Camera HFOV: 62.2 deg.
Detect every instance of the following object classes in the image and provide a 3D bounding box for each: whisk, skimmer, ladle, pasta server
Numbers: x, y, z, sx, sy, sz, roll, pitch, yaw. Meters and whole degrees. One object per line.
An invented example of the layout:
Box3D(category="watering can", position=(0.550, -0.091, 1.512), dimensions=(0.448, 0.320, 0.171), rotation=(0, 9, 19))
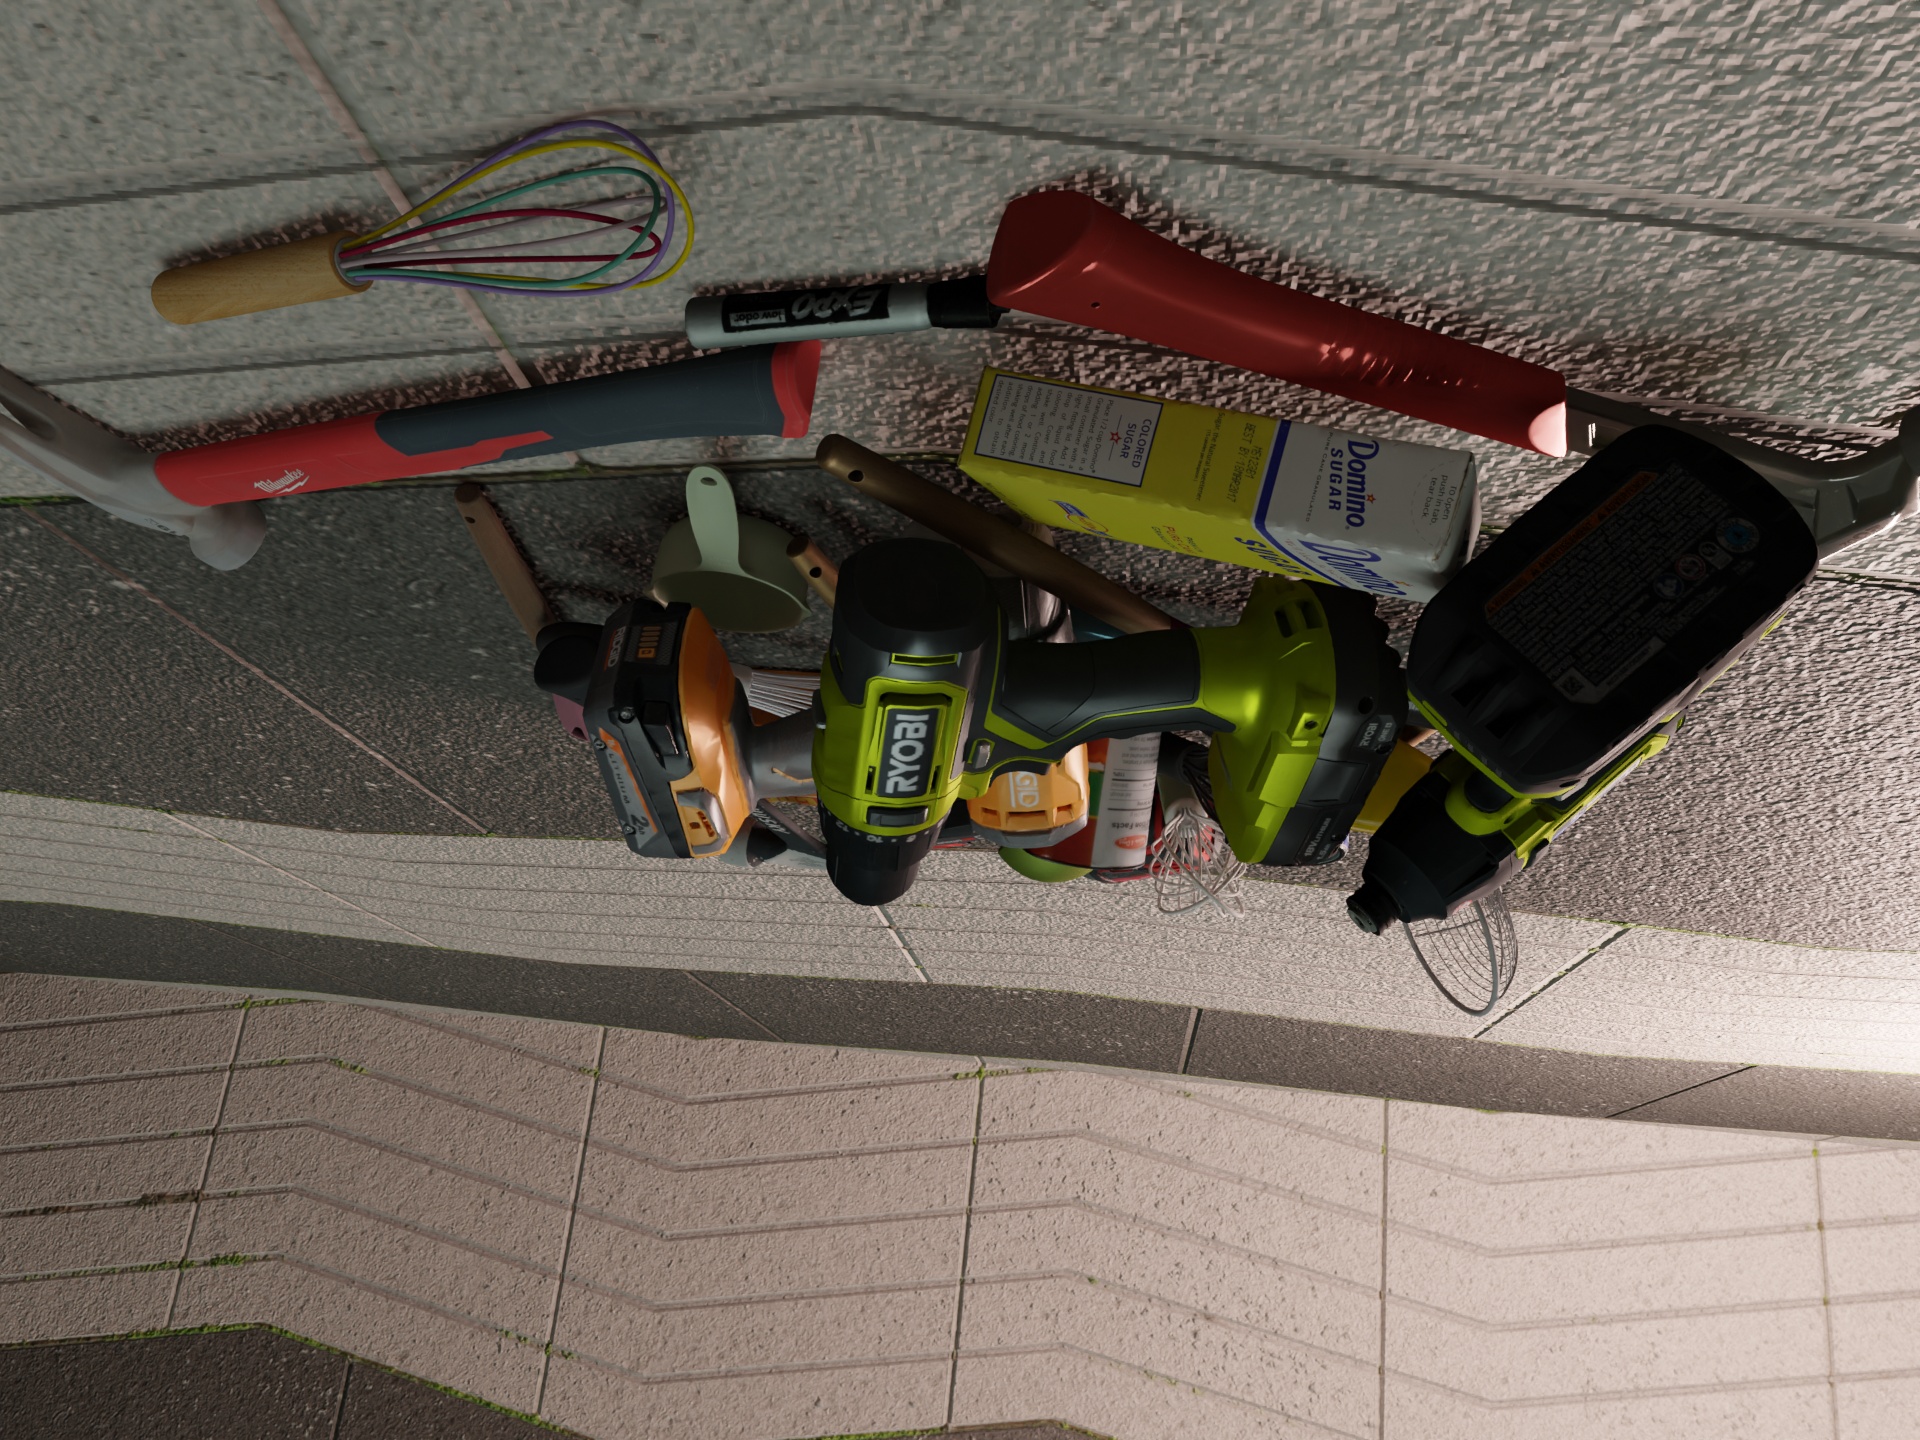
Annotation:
Box3D(category="whisk", position=(0.132, 0.059, 0.916), dimensions=(0.059, 0.058, 0.246), rotation=(42, -167, -7))
Box3D(category="whisk", position=(-0.194, -0.159, 0.553), dimensions=(0.245, 0.051, 0.047), rotation=(0, 166, 28))
Box3D(category="skimmer", position=(0.225, 0.077, 0.981), dimensions=(0.363, 0.127, 0.090), rotation=(30, 106, -32))
Box3D(category="whisk", position=(-0.097, -0.015, 0.901), dimensions=(0.284, 0.070, 0.070), rotation=(13, 160, -19))
Box3D(category="ladle", position=(-0.001, -0.003, 0.847), dimensions=(0.078, 0.062, 0.319), rotation=(-32, 135, 11))
Box3D(category="whisk", position=(0.124, 0.026, 0.848), dimensions=(0.055, 0.055, 0.239), rotation=(14, -175, -21))
Box3D(category="pasta server", position=(-0.232, -0.053, 0.902), dimensions=(0.060, 0.040, 0.316), rotation=(5, 157, 3))

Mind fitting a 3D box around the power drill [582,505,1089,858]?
Box3D(category="power drill", position=(-0.053, -0.014, 0.734), dimensions=(0.226, 0.084, 0.185), rotation=(-3, 135, 4))

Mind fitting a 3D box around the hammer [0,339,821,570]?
Box3D(category="hammer", position=(-0.235, -0.126, 0.667), dimensions=(0.386, 0.038, 0.143), rotation=(-3, 157, 26))

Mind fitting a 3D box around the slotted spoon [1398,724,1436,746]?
Box3D(category="slotted spoon", position=(0.261, -0.009, 0.866), dimensions=(0.070, 0.031, 0.313), rotation=(10, 163, -4))

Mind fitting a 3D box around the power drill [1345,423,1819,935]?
Box3D(category="power drill", position=(0.224, 0.002, 0.613), dimensions=(0.080, 0.171, 0.223), rotation=(48, 171, 23))

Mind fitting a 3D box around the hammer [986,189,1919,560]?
Box3D(category="hammer", position=(0.179, -0.114, 0.570), dimensions=(0.359, 0.037, 0.149), rotation=(11, 160, -16))

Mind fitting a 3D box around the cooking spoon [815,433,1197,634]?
Box3D(category="cooking spoon", position=(0.067, -0.049, 0.674), dimensions=(0.318, 0.017, 0.068), rotation=(23, 134, -37))

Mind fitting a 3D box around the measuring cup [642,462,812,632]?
Box3D(category="measuring cup", position=(-0.108, -0.089, 0.735), dimensions=(0.083, 0.038, 0.167), rotation=(7, 159, -1))

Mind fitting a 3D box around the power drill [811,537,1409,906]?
Box3D(category="power drill", position=(0.050, 0.011, 0.667), dimensions=(0.228, 0.080, 0.190), rotation=(0, 139, -10))

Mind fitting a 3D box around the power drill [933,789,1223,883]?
Box3D(category="power drill", position=(0.058, 0.063, 1.071), dimensions=(0.219, 0.079, 0.143), rotation=(19, 158, -40))

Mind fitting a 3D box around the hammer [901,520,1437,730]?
Box3D(category="hammer", position=(0.132, -0.031, 0.785), dimensions=(0.331, 0.033, 0.128), rotation=(12, 163, 2))

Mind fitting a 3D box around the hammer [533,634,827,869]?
Box3D(category="hammer", position=(-0.141, 0.036, 0.954), dimensions=(0.149, 0.036, 0.408), rotation=(8, 164, 16))
